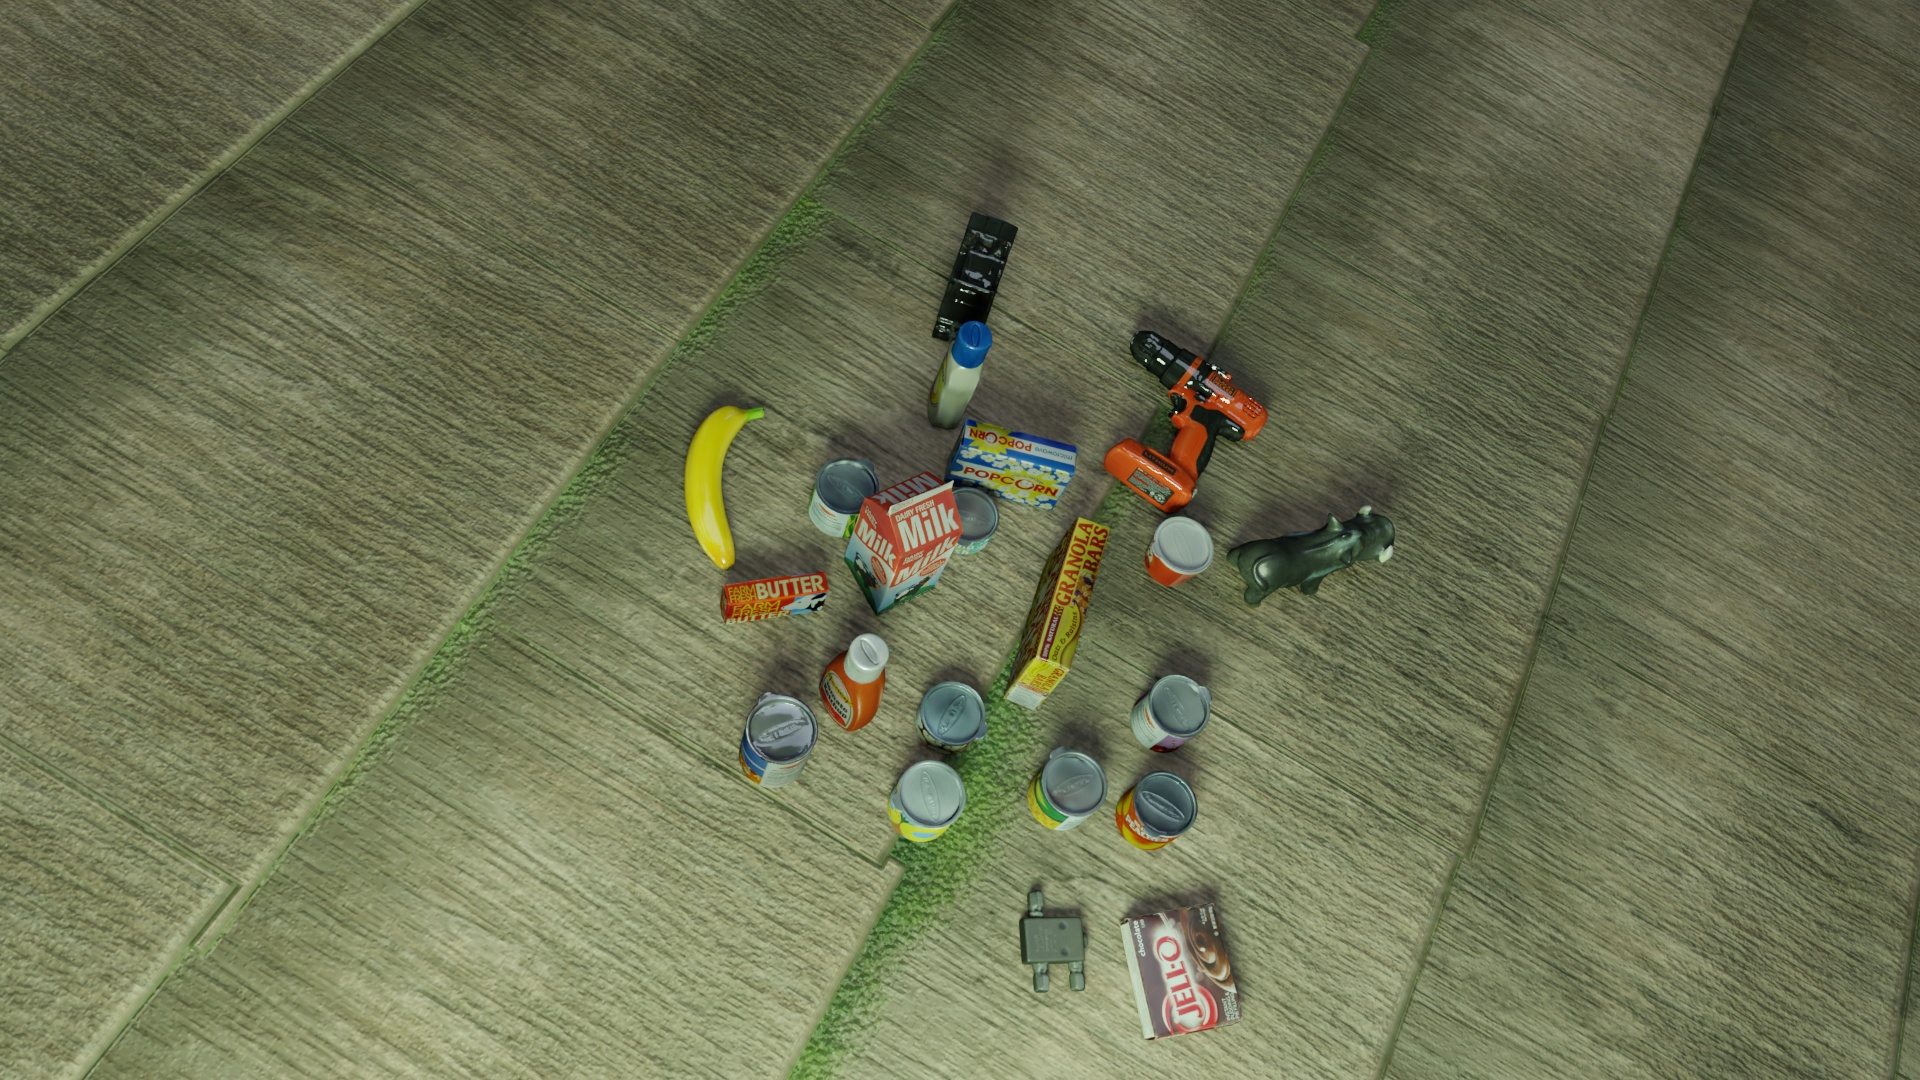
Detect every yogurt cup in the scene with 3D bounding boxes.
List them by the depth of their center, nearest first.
[{"bbox_3d":[0.234,0.015,1.507,0.072,0.053,0.072,6,63,-12],"label":"yogurt cup"}]

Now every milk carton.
[{"bbox_3d":[-0.055,-0.003,1.364,0.072,0.189,0.073,-25,73,-23],"label":"milk carton"}]

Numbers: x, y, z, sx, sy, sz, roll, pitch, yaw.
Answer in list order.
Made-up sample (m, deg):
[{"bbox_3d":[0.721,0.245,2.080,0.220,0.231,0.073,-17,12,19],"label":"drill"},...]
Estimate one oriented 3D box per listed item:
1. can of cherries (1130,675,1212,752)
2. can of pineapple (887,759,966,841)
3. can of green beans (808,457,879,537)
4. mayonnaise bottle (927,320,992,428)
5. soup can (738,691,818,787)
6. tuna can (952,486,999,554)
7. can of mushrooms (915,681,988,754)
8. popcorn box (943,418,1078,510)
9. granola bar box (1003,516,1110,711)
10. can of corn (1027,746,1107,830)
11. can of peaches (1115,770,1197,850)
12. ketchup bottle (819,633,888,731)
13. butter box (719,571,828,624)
[{"bbox_3d":[0.216,0.178,1.420,0.071,0.058,0.072,6,63,-12],"label":"can of cherries"},{"bbox_3d":[-0.035,0.248,1.321,0.071,0.057,0.071,6,63,-12],"label":"can of pineapple"},{"bbox_3d":[-0.122,-0.044,1.442,0.071,0.057,0.071,6,63,-12],"label":"can of green beans"},{"bbox_3d":[-0.001,-0.181,1.489,0.041,0.147,0.065,7,63,-11],"label":"mayonnaise bottle"},{"bbox_3d":[-0.173,0.187,1.301,0.071,0.083,0.071,6,63,-12],"label":"soup can"},{"bbox_3d":[0.005,-0.019,1.477,0.071,0.032,0.071,6,63,-12],"label":"tuna can"},{"bbox_3d":[-0.009,0.178,1.376,0.071,0.033,0.071,6,63,-12],"label":"can of mushrooms"},{"bbox_3d":[0.053,-0.080,1.490,0.127,0.085,0.038,14,62,-8],"label":"popcorn box"},{"bbox_3d":[0.096,0.074,1.402,0.039,0.123,0.166,21,61,-4],"label":"granola bar box"},{"bbox_3d":[0.102,0.243,1.359,0.071,0.058,0.071,6,63,-12],"label":"can of corn"},{"bbox_3d":[0.191,0.269,1.369,0.071,0.057,0.071,6,63,-12],"label":"can of peaches"},{"bbox_3d":[-0.097,0.130,1.311,0.044,0.148,0.065,-28,74,-24],"label":"ketchup bottle"},{"bbox_3d":[-0.185,0.057,1.379,0.104,0.053,0.024,-8,67,-18],"label":"butter box"}]
